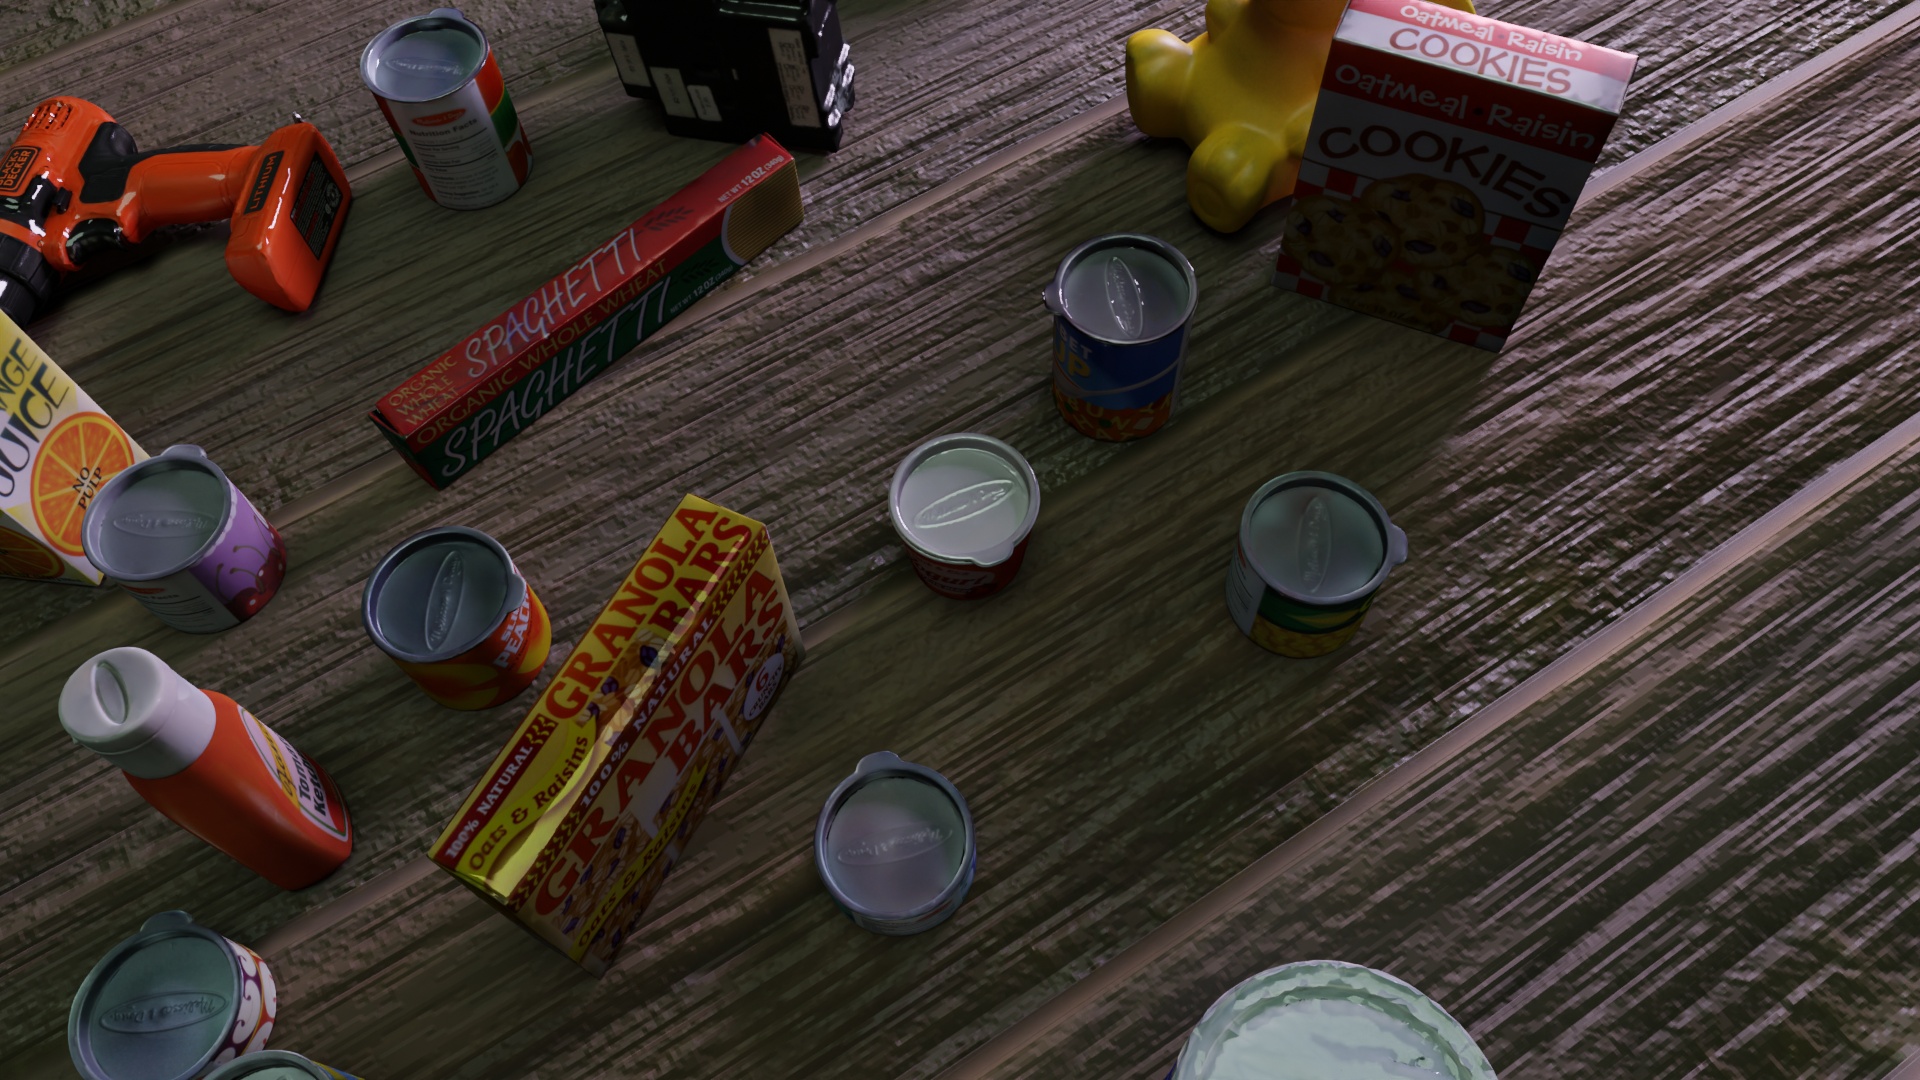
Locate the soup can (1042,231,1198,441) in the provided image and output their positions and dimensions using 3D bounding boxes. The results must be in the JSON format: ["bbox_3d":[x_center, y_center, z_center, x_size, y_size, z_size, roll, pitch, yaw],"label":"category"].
[{"bbox_3d":[0.074,-0.096,0.671,0.071,0.083,0.071,-1,61,2],"label":"soup can"}]

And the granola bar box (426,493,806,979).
[{"bbox_3d":[-0.128,0.080,0.556,0.039,0.123,0.166,24,64,15],"label":"granola bar box"}]

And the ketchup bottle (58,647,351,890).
[{"bbox_3d":[-0.292,0.089,0.543,0.043,0.148,0.065,-31,65,-14],"label":"ketchup bottle"}]

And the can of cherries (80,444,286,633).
[{"bbox_3d":[-0.358,0.000,0.647,0.071,0.058,0.072,-1,61,2],"label":"can of cherries"}]

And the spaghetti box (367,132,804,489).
[{"bbox_3d":[-0.183,-0.120,0.713,0.251,0.050,0.029,-42,67,-19],"label":"spaghetti box"}]

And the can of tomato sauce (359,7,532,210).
[{"bbox_3d":[-0.279,-0.235,0.762,0.071,0.082,0.071,-1,61,2],"label":"can of tomato sauce"}]

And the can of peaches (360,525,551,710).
[{"bbox_3d":[-0.221,0.036,0.622,0.071,0.057,0.071,-1,61,2],"label":"can of peaches"}]

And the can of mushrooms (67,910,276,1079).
[{"bbox_3d":[-0.313,0.187,0.555,0.071,0.033,0.071,-1,61,2],"label":"can of mushrooms"}]

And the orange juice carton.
[{"bbox_3d":[-0.447,-0.056,0.605,0.072,0.191,0.073,5,61,5],"label":"orange juice carton"}]

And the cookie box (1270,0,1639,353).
[{"bbox_3d":[0.225,-0.171,0.660,0.123,0.166,0.040,20,64,13],"label":"cookie box"}]

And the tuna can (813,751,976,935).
[{"bbox_3d":[-0.027,0.126,0.579,0.071,0.032,0.071,-1,61,2],"label":"tuna can"}]

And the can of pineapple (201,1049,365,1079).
[{"bbox_3d":[-0.248,0.229,0.515,0.071,0.057,0.071,-1,61,2],"label":"can of pineapple"}]

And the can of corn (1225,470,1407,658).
[{"bbox_3d":[0.157,0.012,0.622,0.071,0.058,0.071,-1,61,2],"label":"can of corn"}]

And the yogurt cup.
[{"bbox_3d":[0.002,-0.008,0.641,0.072,0.053,0.073,-1,61,2],"label":"yogurt cup"}]
